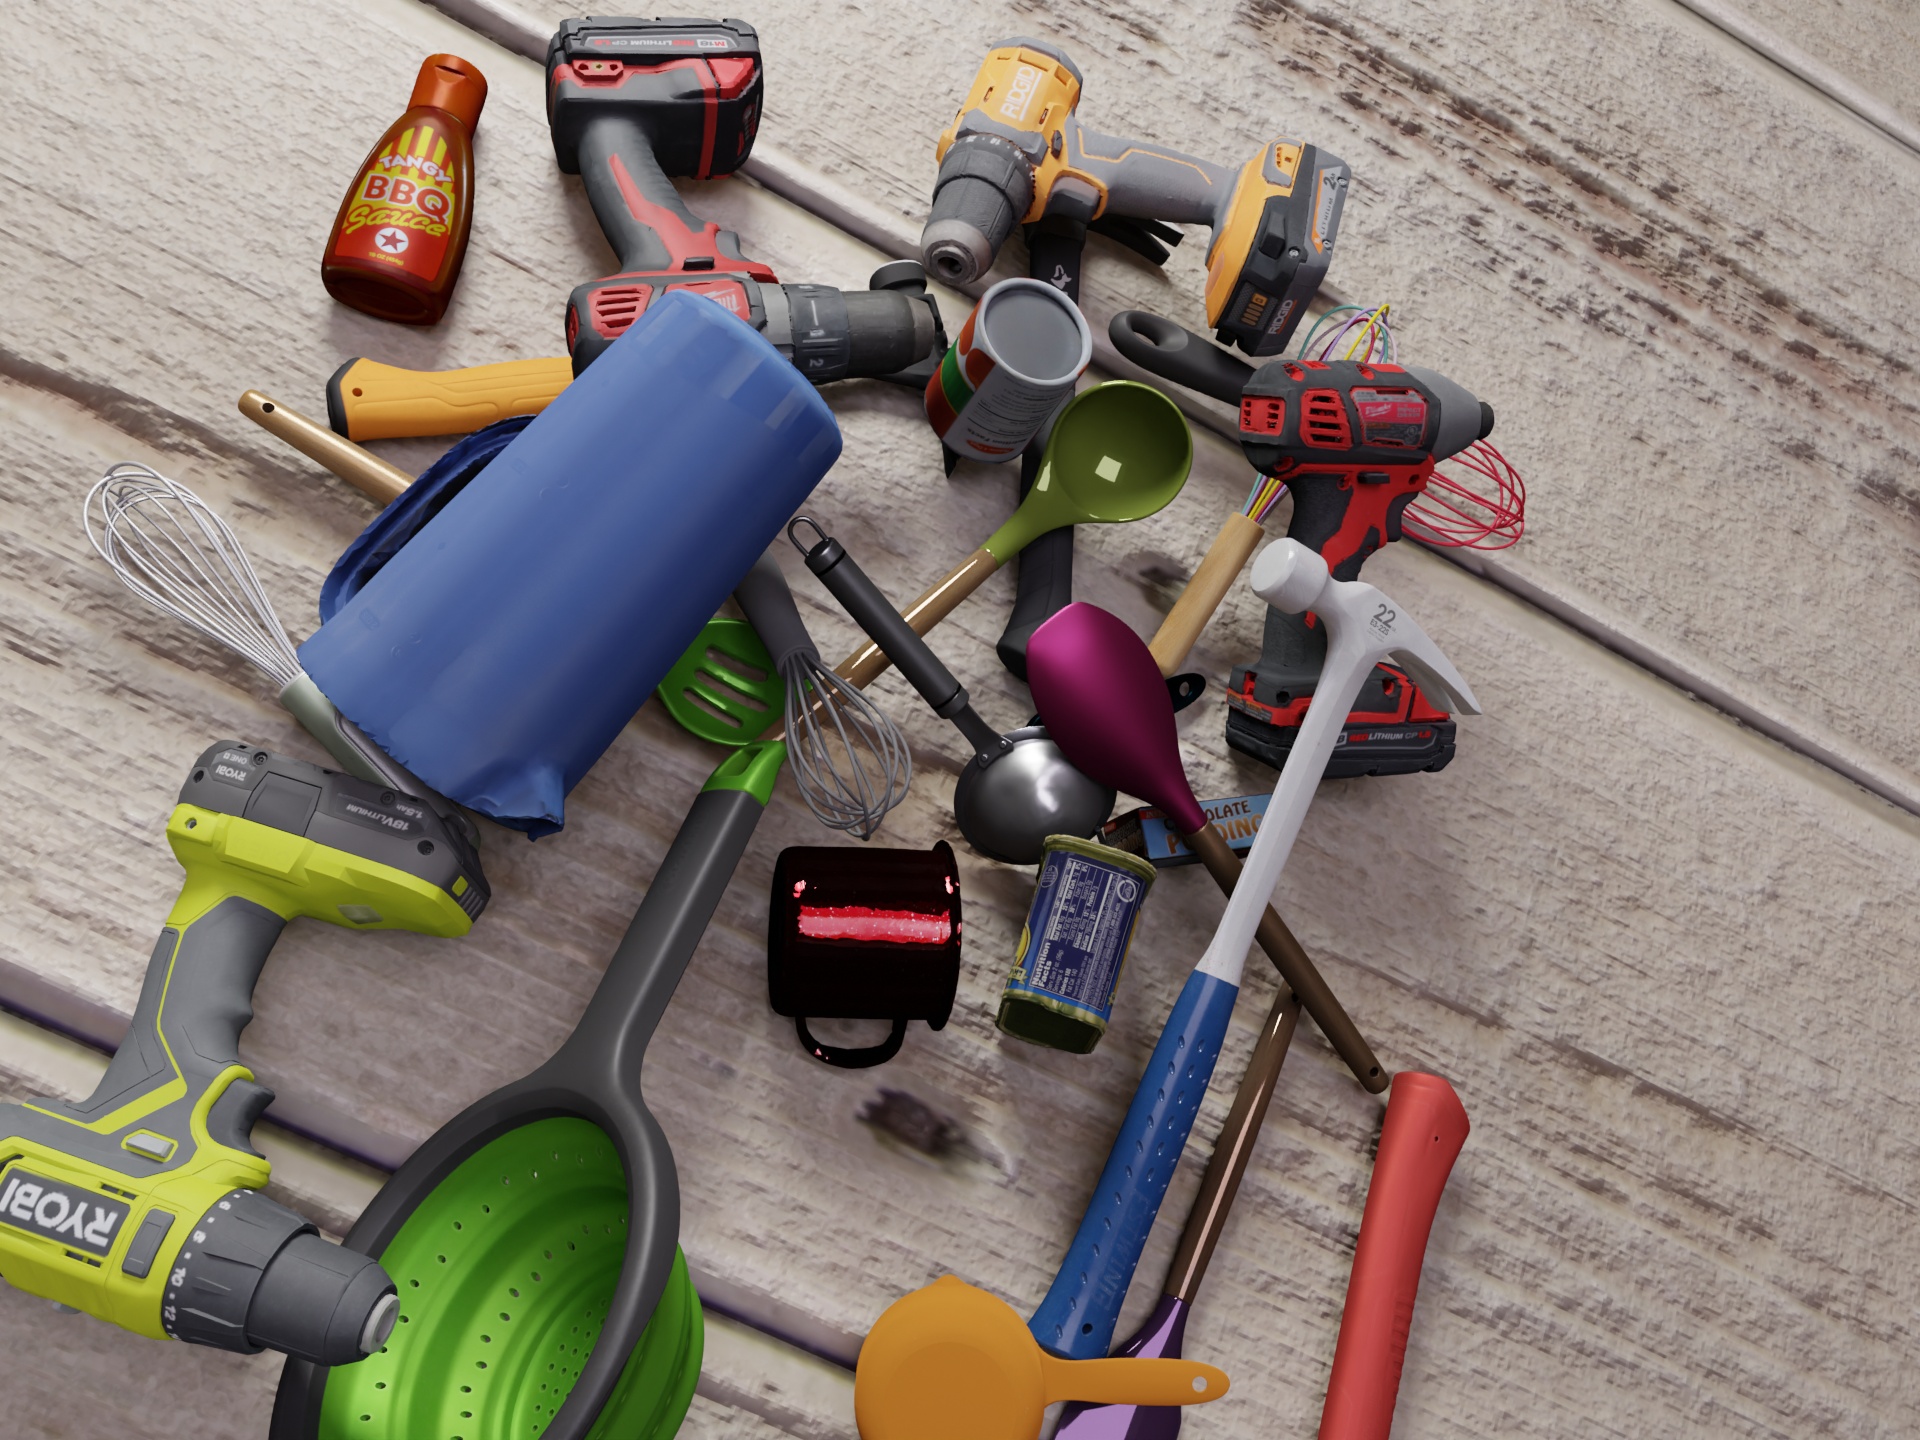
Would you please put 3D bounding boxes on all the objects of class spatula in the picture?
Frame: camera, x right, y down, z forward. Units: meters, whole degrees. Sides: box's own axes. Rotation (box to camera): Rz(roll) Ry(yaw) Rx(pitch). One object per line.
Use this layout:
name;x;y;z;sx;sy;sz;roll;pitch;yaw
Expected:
spatula;0.117;0.267;0.804;0.059;0.018;0.316;30;66;-4

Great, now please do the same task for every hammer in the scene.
hammer;0.137;0.121;0.792;0.144;0.035;0.405;27;81;-22
hammer;0.189;0.348;0.791;0.149;0.036;0.359;23;67;-10
hammer;-0.160;-0.176;0.854;0.336;0.034;0.127;-10;75;-21
hammer;0.057;-0.176;0.927;0.146;0.035;0.335;8;70;-15

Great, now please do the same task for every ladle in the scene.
ladle;0.001;-0.070;0.825;0.320;0.062;0.078;-42;103;-22

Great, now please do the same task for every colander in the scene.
colander;-0.144;0.190;0.685;0.094;0.204;0.397;47;54;-35

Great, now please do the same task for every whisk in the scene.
whisk;0.220;-0.176;0.953;0.295;0.073;0.073;22;66;-14
whisk;-0.315;-0.024;0.746;0.246;0.059;0.058;47;37;-3
whisk;0.174;-0.132;0.899;0.051;0.047;0.245;32;91;-15
whisk;-0.080;-0.030;0.771;0.055;0.055;0.239;-10;43;-21

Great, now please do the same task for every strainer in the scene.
strainer;-0.001;-0.003;0.795;0.087;0.050;0.258;-36;111;13

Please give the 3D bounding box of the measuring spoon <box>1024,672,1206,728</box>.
measuring spoon;0.083;-0.002;0.885;0.128;0.021;0.042;-22;107;-29

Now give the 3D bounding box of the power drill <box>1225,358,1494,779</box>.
power drill;0.219;-0.084;0.870;0.143;0.079;0.219;-3;104;-19

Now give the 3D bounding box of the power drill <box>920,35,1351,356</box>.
power drill;0.094;-0.285;0.900;0.226;0.084;0.185;21;55;-1

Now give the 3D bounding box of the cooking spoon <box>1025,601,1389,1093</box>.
cooking spoon;0.136;0.074;0.824;0.069;0.017;0.318;-39;104;-12

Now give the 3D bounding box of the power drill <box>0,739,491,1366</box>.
power drill;-0.289;0.138;0.660;0.190;0.080;0.229;16;66;7

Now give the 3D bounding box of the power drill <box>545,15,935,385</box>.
power drill;-0.124;-0.265;0.846;0.188;0.080;0.227;-7;64;-17

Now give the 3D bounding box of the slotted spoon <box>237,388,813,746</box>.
slotted spoon;-0.216;-0.078;0.798;0.313;0.031;0.070;31;65;-9

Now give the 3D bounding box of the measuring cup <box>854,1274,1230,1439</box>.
measuring cup;0.037;0.304;0.716;0.173;0.052;0.095;-1;82;2
